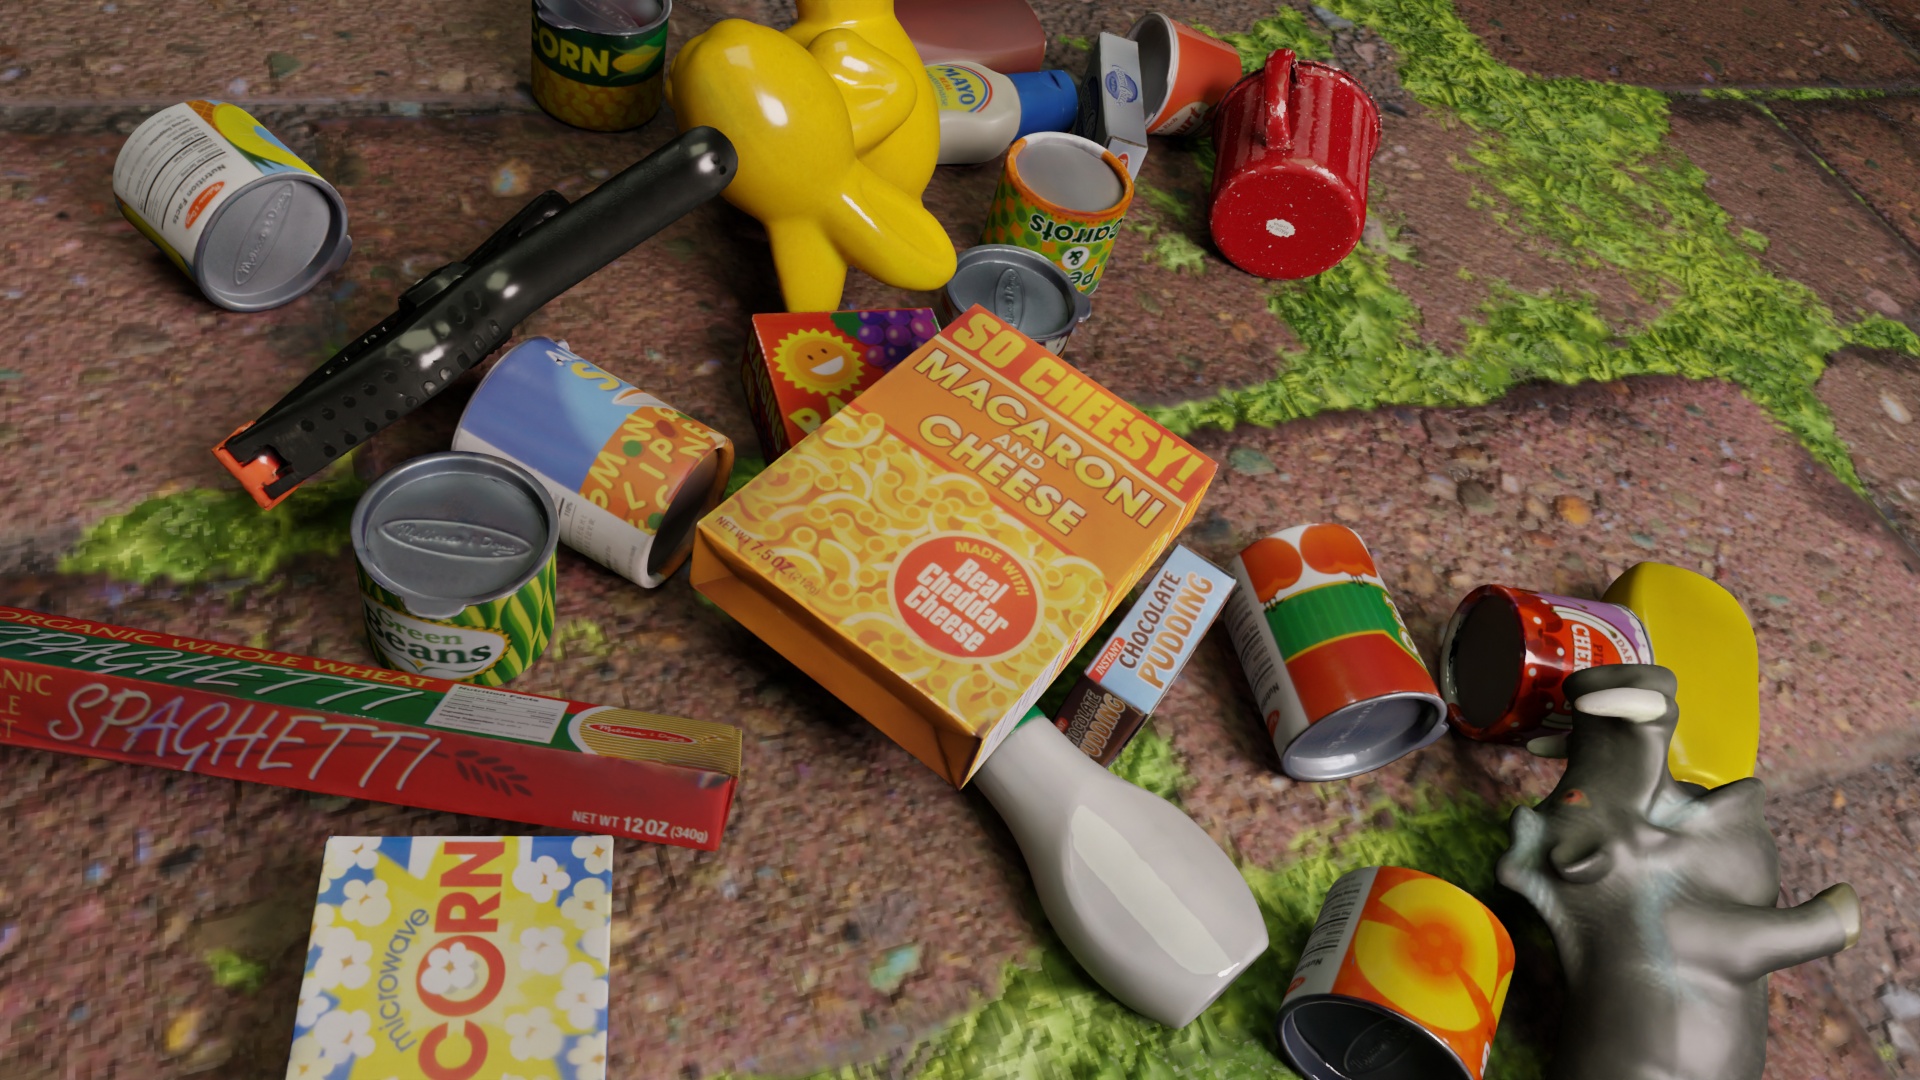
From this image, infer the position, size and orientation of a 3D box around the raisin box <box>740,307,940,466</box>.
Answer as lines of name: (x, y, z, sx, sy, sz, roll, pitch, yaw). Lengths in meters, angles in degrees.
raisin box: (-0.037, -0.042, 0.587, 0.086, 0.039, 0.124, -7, 56, -21)

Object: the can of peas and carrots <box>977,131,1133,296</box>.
can of peas and carrots: (0.048, -0.160, 0.697, 0.071, 0.058, 0.071, 8, 50, -10)

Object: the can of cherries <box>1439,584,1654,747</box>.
can of cherries: (0.243, 0.054, 0.576, 0.058, 0.071, 0.072, 10, 50, -9)

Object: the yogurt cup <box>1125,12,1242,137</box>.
yogurt cup: (0.126, -0.266, 0.805, 0.054, 0.072, 0.073, 4, 51, -25)

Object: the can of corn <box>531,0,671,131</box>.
can of corn: (-0.182, -0.247, 0.695, 0.071, 0.058, 0.071, 9, 50, -11)

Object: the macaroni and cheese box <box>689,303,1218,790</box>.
macaroni and cheese box: (0.002, -0.006, 0.518, 0.124, 0.040, 0.167, 36, 51, 13)

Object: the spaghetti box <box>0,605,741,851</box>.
spaghetti box: (-0.197, 0.060, 0.446, 0.250, 0.028, 0.050, 11, 9, -9)

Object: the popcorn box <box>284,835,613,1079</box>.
popcorn box: (-0.145, 0.149, 0.398, 0.085, 0.038, 0.127, 3, 51, -15)

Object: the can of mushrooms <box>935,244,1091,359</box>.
can of mushrooms: (0.024, -0.107, 0.663, 0.071, 0.033, 0.071, 9, 49, -10)

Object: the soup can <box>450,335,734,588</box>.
soup can: (-0.137, -0.032, 0.529, 0.084, 0.071, 0.072, 28, 49, 5)

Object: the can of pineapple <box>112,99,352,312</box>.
can of pineapple: (-0.296, -0.135, 0.566, 0.058, 0.070, 0.071, 40, 52, 15)

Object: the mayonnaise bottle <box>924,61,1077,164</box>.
mayonnaise bottle: (-0.008, -0.230, 0.747, 0.148, 0.041, 0.065, -14, 59, -26)

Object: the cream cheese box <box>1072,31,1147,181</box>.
cream cheese box: (0.081, -0.229, 0.766, 0.024, 0.053, 0.104, 11, 50, -11)

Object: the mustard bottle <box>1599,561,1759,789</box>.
mustard bottle: (0.301, 0.081, 0.587, 0.065, 0.048, 0.161, 23, 50, 2)

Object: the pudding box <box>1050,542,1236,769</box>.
pudding box: (0.071, 0.045, 0.543, 0.030, 0.049, 0.084, 35, 51, 9)

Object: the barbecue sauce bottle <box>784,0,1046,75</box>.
barbecue sauce bottle: (-0.028, -0.277, 0.778, 0.149, 0.043, 0.065, -18, 60, -28)

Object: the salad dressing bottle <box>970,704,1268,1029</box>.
salad dressing bottle: (0.042, 0.101, 0.494, 0.064, 0.043, 0.148, -29, 63, -32)

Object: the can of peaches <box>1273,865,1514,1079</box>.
can of peaches: (0.149, 0.154, 0.469, 0.071, 0.070, 0.058, 31, 49, 8)

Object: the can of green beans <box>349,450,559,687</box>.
can of green beans: (-0.176, 0.012, 0.487, 0.071, 0.057, 0.071, 9, 50, -11)

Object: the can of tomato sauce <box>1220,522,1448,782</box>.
can of tomato sauce: (0.148, 0.044, 0.557, 0.071, 0.070, 0.083, -2, 52, -19)
